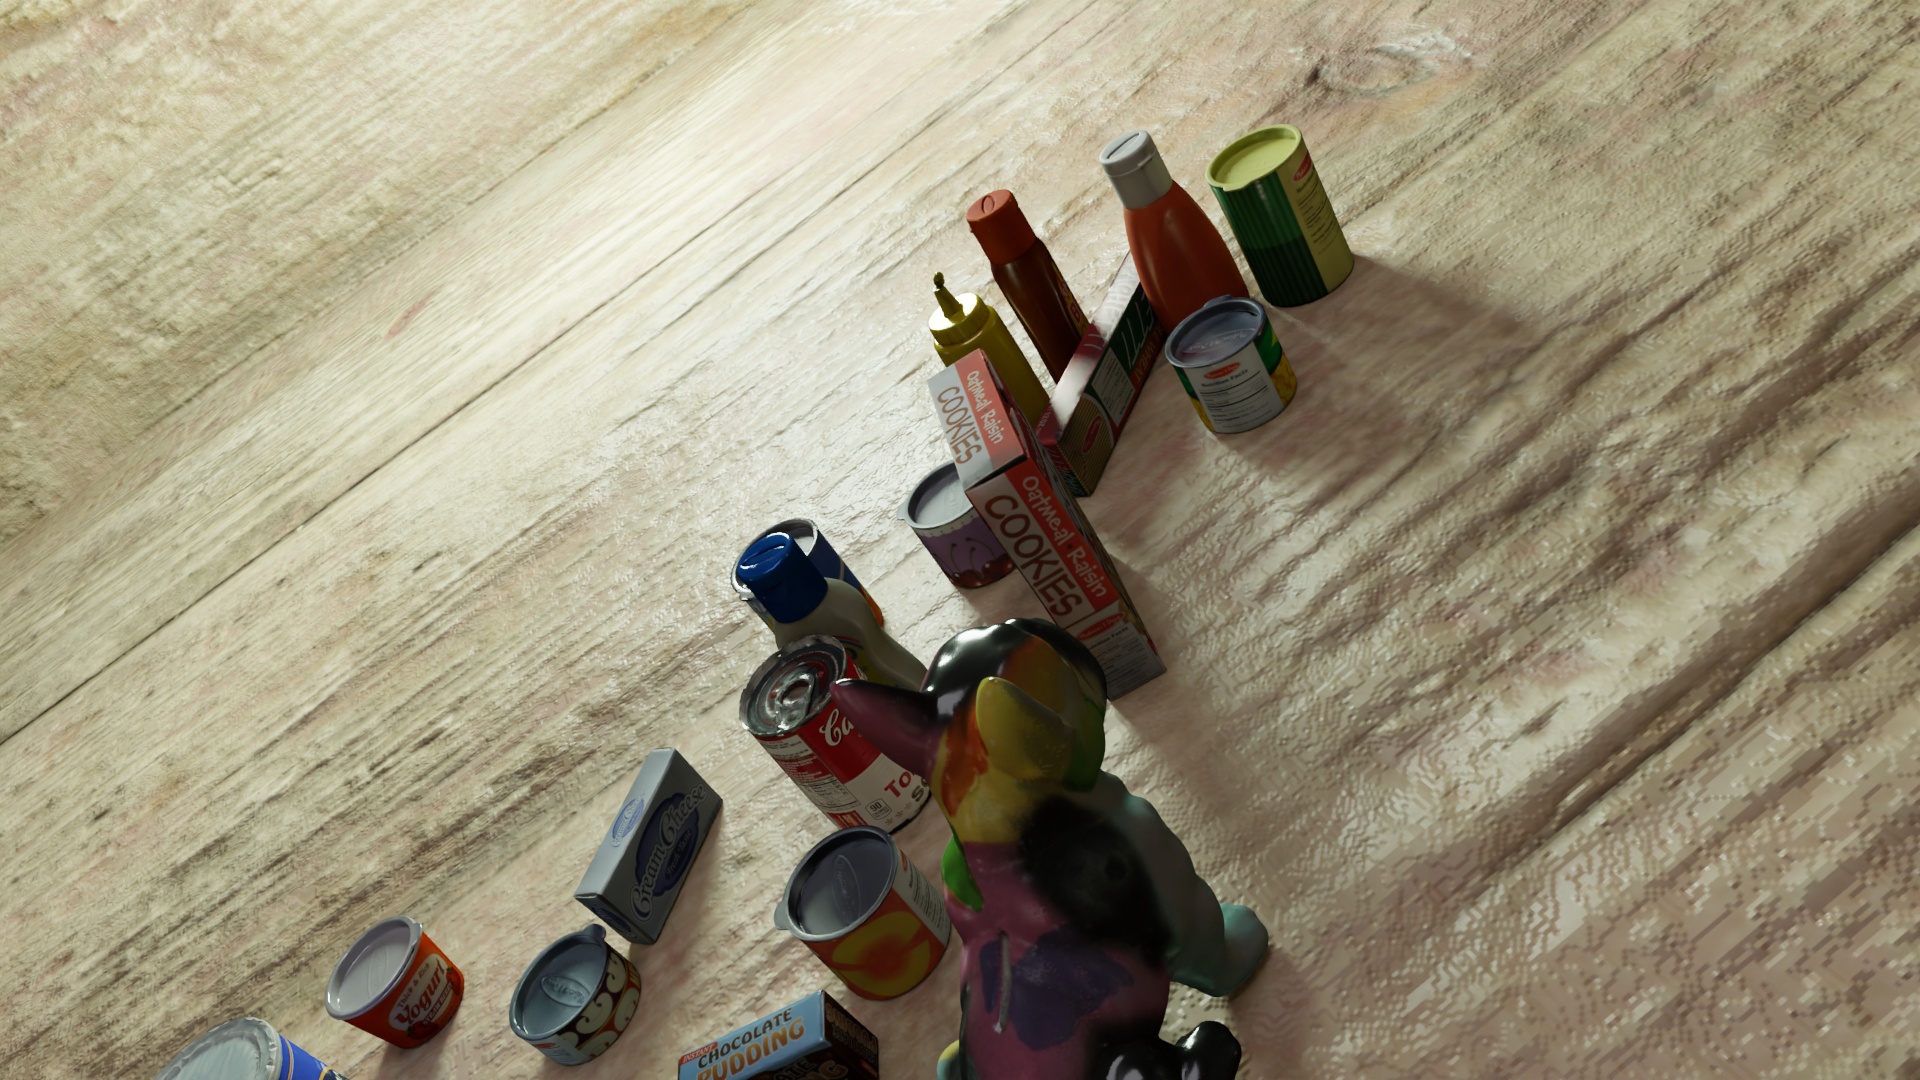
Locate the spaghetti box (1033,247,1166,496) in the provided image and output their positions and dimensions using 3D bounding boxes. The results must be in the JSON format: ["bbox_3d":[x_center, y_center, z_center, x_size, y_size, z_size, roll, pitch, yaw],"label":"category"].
[{"bbox_3d":[0.111,-0.134,0.966,0.028,0.050,0.251,-5,44,38],"label":"spaghetti box"}]

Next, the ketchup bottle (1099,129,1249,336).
[{"bbox_3d":[0.142,-0.205,0.938,0.065,0.148,0.043,-41,34,-8],"label":"ketchup bottle"}]

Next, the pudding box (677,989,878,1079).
[{"bbox_3d":[-0.086,0.250,0.656,0.083,0.049,0.030,-28,34,11],"label":"pudding box"}]

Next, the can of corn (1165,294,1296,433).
[{"bbox_3d":[0.172,-0.112,0.878,0.071,0.058,0.071,-23,35,17],"label":"can of corn"}]

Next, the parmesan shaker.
[{"bbox_3d":[0.213,-0.214,0.929,0.071,0.102,0.072,-23,35,18],"label":"parmesan shaker"}]

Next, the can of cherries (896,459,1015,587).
[{"bbox_3d":[0.003,-0.011,0.898,0.071,0.058,0.072,-23,35,17],"label":"can of cherries"}]

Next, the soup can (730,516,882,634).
[{"bbox_3d":[-0.100,0.039,0.902,0.071,0.083,0.072,-23,35,17],"label":"soup can"}]

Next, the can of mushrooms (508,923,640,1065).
[{"bbox_3d":[-0.214,0.254,0.777,0.071,0.033,0.071,-23,35,17],"label":"can of mushrooms"}]

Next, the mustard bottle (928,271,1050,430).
[{"bbox_3d":[0.019,-0.114,0.921,0.049,0.159,0.065,-29,34,10],"label":"mustard bottle"}]

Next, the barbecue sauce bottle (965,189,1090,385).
[{"bbox_3d":[0.053,-0.177,0.980,0.043,0.148,0.065,-25,34,15],"label":"barbecue sauce bottle"}]

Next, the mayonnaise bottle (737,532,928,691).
[{"bbox_3d":[-0.072,0.059,0.795,0.064,0.147,0.041,-24,35,16],"label":"mayonnaise bottle"}]

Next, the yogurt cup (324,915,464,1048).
[{"bbox_3d":[-0.342,0.272,0.847,0.072,0.053,0.073,-23,35,17],"label":"yogurt cup"}]

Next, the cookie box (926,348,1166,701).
[{"bbox_3d":[0.046,-0.010,0.760,0.040,0.167,0.123,-30,34,8],"label":"cookie box"}]

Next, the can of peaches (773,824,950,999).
[{"bbox_3d":[-0.048,0.187,0.695,0.071,0.058,0.071,-23,35,17],"label":"can of peaches"}]

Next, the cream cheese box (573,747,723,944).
[{"bbox_3d":[-0.183,0.180,0.824,0.024,0.053,0.104,-10,41,33],"label":"cream cheese box"}]
